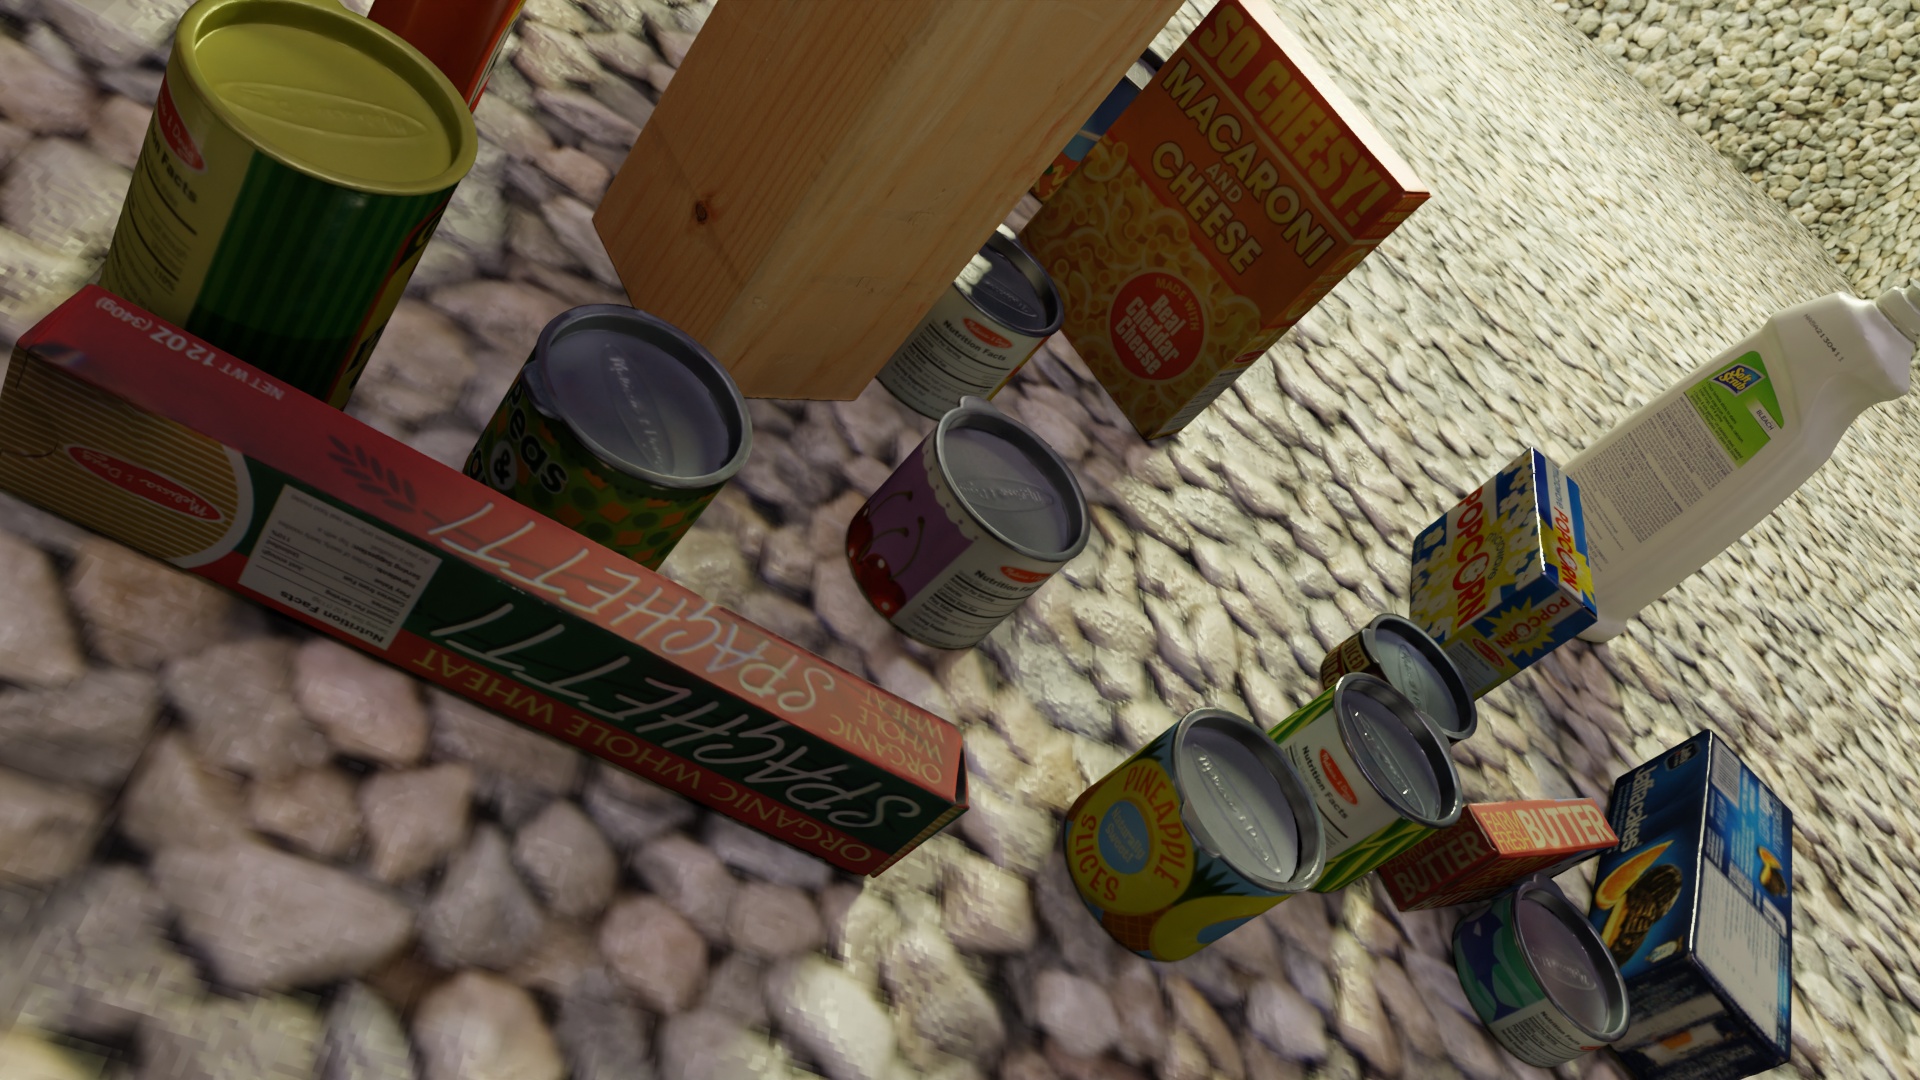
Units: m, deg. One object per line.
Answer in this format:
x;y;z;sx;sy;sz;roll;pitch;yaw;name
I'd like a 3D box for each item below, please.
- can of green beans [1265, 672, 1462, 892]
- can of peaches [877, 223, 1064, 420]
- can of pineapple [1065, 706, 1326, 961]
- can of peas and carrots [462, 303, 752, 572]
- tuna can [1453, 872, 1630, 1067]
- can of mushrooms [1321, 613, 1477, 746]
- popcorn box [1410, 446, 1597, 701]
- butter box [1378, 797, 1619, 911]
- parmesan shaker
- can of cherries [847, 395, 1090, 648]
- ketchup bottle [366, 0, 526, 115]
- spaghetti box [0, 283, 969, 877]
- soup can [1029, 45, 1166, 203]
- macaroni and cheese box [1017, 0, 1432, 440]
0.148;0.094;0.535;0.071;0.057;0.071;26;40;-24;can of green beans
0.000;-0.092;0.574;0.071;0.057;0.071;26;40;-24;can of peaches
0.076;0.098;0.460;0.071;0.057;0.071;26;40;-24;can of pineapple
-0.105;-0.025;0.404;0.071;0.058;0.071;26;40;-24;can of peas and carrots
0.234;0.173;0.562;0.071;0.032;0.071;26;40;-24;tuna can
0.197;0.068;0.629;0.071;0.033;0.071;26;40;-24;can of mushrooms
0.275;0.017;0.712;0.038;0.085;0.127;39;36;-8;popcorn box
0.224;0.130;0.578;0.103;0.053;0.024;7;50;-40;butter box
-0.174;-0.077;0.351;0.071;0.102;0.072;26;40;-24;parmesan shaker
0.002;-0.006;0.490;0.071;0.058;0.072;26;40;-24;can of cherries
-0.155;-0.206;0.457;0.043;0.148;0.065;19;43;-31;ketchup bottle
-0.112;0.021;0.360;0.250;0.050;0.029;30;38;-20;spaghetti box
0.073;-0.228;0.756;0.071;0.083;0.072;26;40;-24;soup can
0.113;-0.147;0.645;0.040;0.165;0.124;-18;68;-51;macaroni and cheese box
